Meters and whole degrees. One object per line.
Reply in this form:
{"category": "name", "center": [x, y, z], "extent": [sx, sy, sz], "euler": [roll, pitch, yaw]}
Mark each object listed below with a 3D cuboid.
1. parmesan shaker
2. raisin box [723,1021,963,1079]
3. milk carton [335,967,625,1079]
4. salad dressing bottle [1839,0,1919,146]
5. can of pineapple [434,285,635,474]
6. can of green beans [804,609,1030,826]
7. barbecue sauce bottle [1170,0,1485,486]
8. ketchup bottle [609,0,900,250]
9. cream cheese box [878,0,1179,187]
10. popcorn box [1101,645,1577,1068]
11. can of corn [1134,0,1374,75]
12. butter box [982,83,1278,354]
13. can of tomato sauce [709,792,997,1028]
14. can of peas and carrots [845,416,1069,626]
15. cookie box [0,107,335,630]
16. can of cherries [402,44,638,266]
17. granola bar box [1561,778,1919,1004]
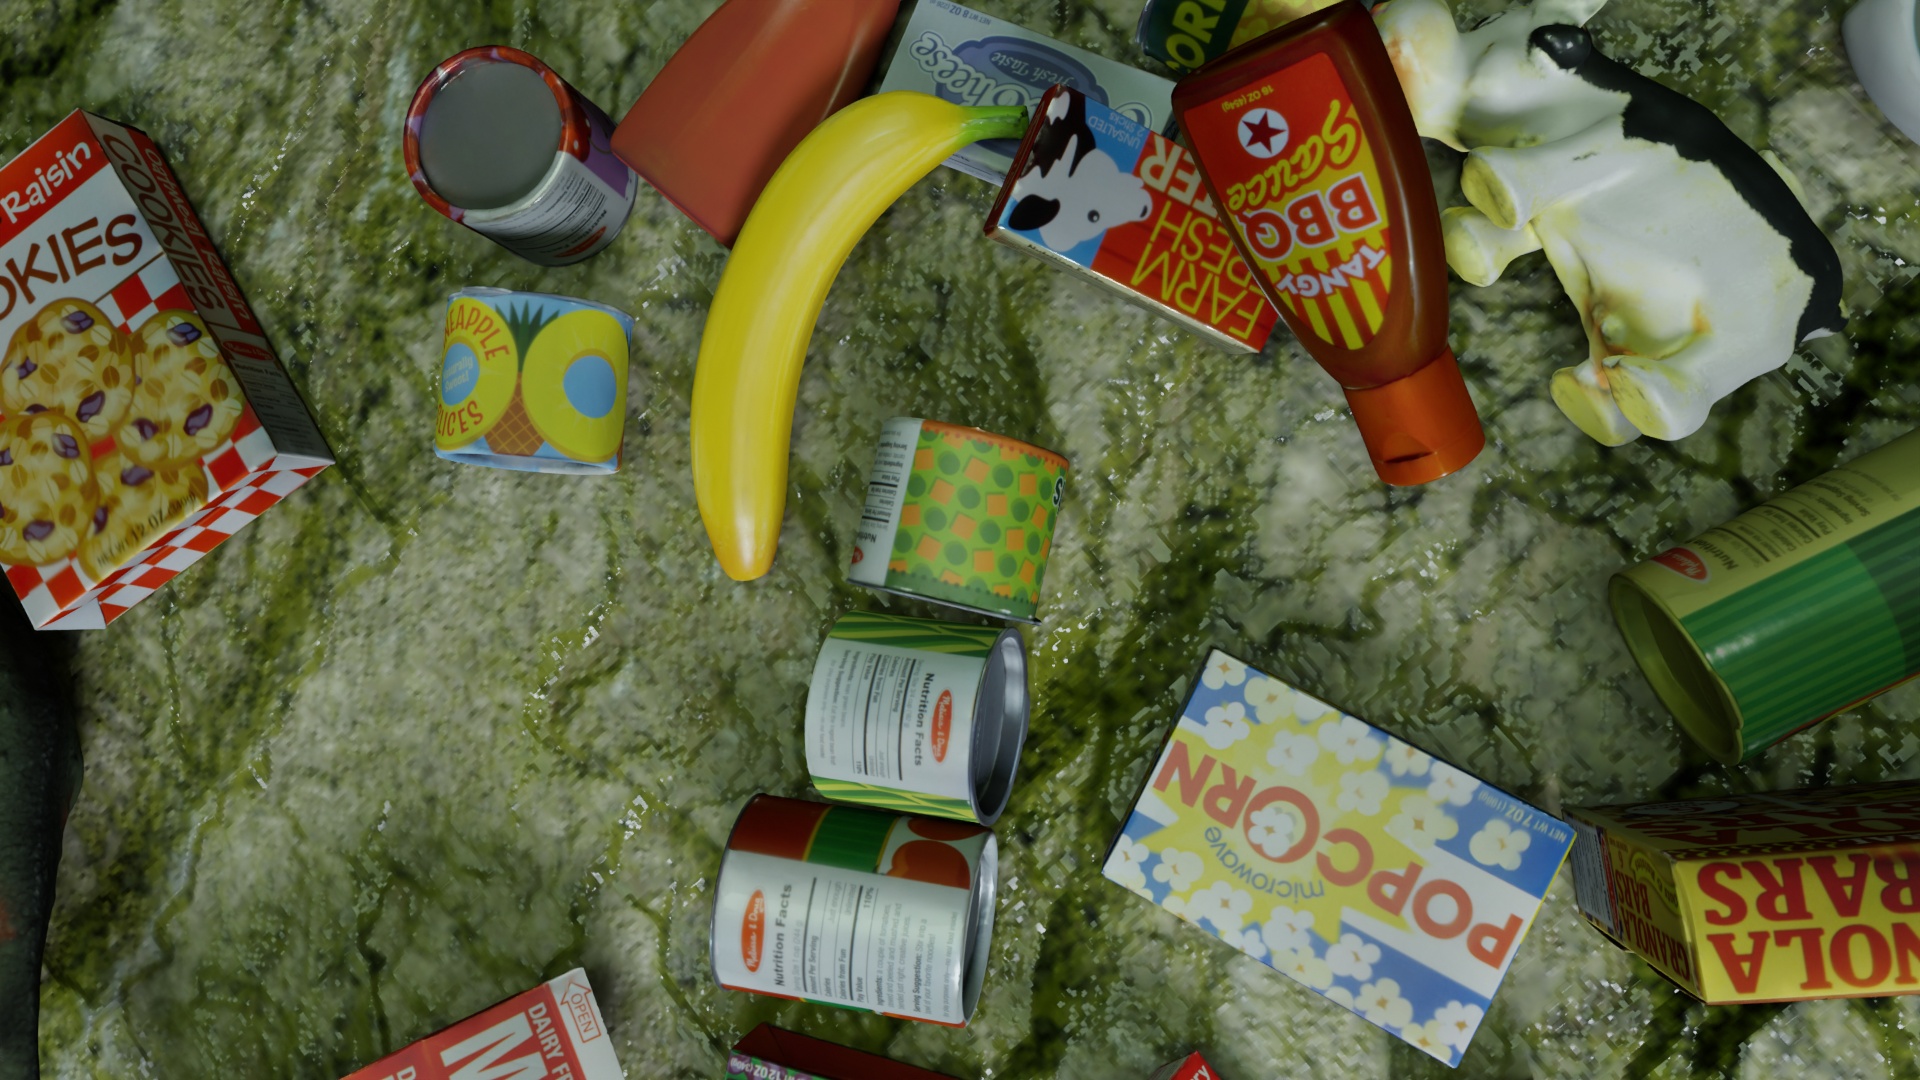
{"category": "parmesan shaker", "center": [0.264, 0.017, 0.419], "extent": [0.103, 0.071, 0.071], "euler": [-27, 81, 7]}
{"category": "raisin box", "center": [-0.048, 0.241, 0.476], "extent": [0.086, 0.040, 0.123], "euler": [11, 86, 10]}
{"category": "milk carton", "center": [-0.202, 0.220, 0.488], "extent": [0.190, 0.073, 0.072], "euler": [-26, 81, 7]}
{"category": "salad dressing bottle", "center": [0.346, -0.128, 0.430], "extent": [0.064, 0.044, 0.148], "euler": [-42, 80, 6]}
{"category": "can of pineapple", "center": [-0.156, -0.056, 0.504], "extent": [0.071, 0.071, 0.058], "euler": [3, 86, 11]}
{"category": "can of green beans", "center": [-0.013, 0.059, 0.468], "extent": [0.058, 0.071, 0.071], "euler": [6, 87, 17]}
{"category": "barbecue sauce bottle", "center": [0.124, -0.089, 0.441], "extent": [0.064, 0.044, 0.148], "euler": [-12, 114, 41]}
{"category": "ketchup bottle", "center": [-0.059, -0.181, 0.509], "extent": [0.065, 0.043, 0.148], "euler": [40, 93, 3]}
{"category": "cream cheese box", "center": [0.024, -0.154, 0.501], "extent": [0.104, 0.024, 0.053], "euler": [24, 92, 12]}
{"category": "popcorn box", "center": [0.121, 0.100, 0.456], "extent": [0.127, 0.038, 0.085], "euler": [27, 91, 11]}
{"category": "can of corn", "center": [0.101, -0.179, 0.467], "extent": [0.058, 0.071, 0.071], "euler": [32, 92, 11]}
{"category": "butter box", "center": [0.065, -0.107, 0.469], "extent": [0.103, 0.024, 0.053], "euler": [23, 93, -14]}
{"category": "can of tomato sauce", "center": [-0.033, 0.123, 0.470], "extent": [0.083, 0.071, 0.071], "euler": [6, 87, 11]}
{"category": "can of peas and carrots", "center": [0.002, -0.006, 0.474], "extent": [0.071, 0.071, 0.058], "euler": [12, 88, 11]}
{"category": "cookie box", "center": [-0.346, -0.067, 0.555], "extent": [0.123, 0.040, 0.167], "euler": [-34, 82, 7]}
{"category": "can of cherries", "center": [-0.164, -0.144, 0.518], "extent": [0.071, 0.058, 0.071], "euler": [-1, 86, 10]}
{"category": "granola bar box", "center": [0.270, 0.092, 0.385], "extent": [0.165, 0.124, 0.039], "euler": [-7, 84, 10]}
